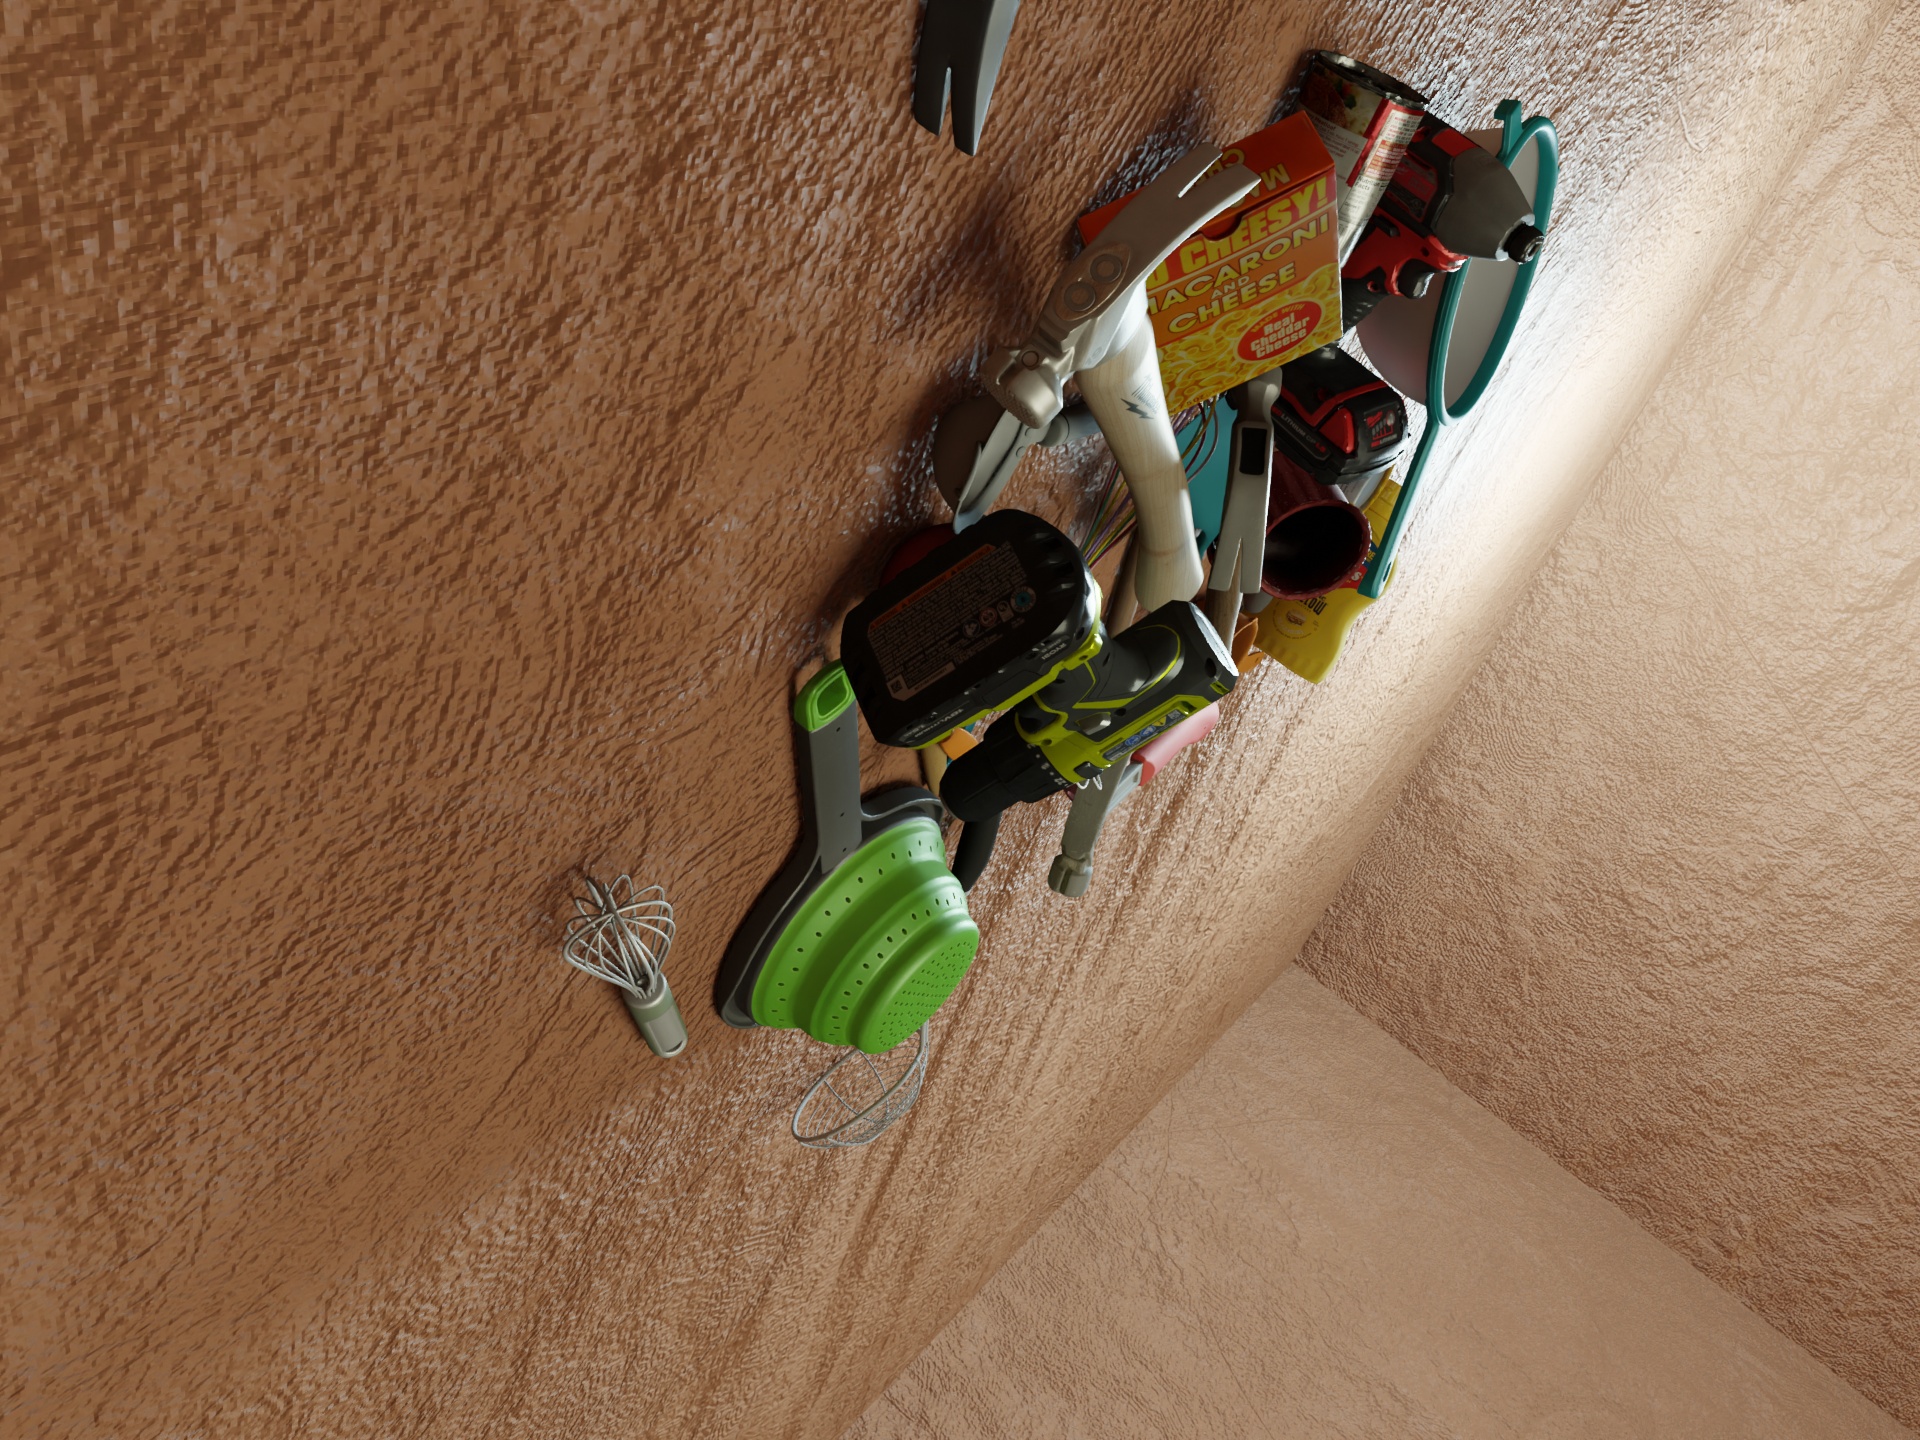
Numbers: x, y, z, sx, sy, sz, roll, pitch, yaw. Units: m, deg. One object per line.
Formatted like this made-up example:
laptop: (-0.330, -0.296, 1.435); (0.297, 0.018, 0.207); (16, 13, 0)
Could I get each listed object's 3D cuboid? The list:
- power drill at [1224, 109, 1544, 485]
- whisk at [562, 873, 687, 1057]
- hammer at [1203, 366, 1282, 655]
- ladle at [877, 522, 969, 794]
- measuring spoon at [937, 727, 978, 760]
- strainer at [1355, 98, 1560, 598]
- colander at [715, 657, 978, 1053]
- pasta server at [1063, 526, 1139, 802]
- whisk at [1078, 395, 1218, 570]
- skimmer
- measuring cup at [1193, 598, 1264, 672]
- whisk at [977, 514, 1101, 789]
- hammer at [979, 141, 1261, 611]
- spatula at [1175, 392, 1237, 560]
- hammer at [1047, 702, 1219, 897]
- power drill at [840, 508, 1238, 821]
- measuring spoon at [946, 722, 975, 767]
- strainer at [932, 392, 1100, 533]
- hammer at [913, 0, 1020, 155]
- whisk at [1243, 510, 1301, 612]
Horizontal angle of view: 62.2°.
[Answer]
power drill: (0.267, -0.264, 1.003); (0.078, 0.143, 0.219); (-24, 148, -36)
whisk: (-0.172, 0.142, 0.861); (0.058, 0.059, 0.246); (-33, 159, -17)
hammer: (0.184, -0.102, 1.093); (0.331, 0.031, 0.130); (78, 20, -69)
ladle: (-0.018, -0.026, 0.946); (0.069, 0.031, 0.315); (-35, 158, -16)
measuring spoon: (0.000, 0.016, 1.014); (0.021, 0.011, 0.116); (-53, 165, -2)
strainer: (0.315, -0.260, 1.127); (0.211, 0.095, 0.340); (-8, 119, -62)
colander: (-0.052, 0.105, 0.981); (0.204, 0.095, 0.396); (-40, 156, -25)
pasta server: (0.118, -0.043, 1.200); (0.060, 0.040, 0.316); (-53, 164, -40)
whisk: (0.087, -0.113, 1.010); (0.051, 0.047, 0.245); (9, 121, -52)
skimmer: (-0.044, 0.170, 1.198); (0.127, 0.090, 0.363); (-68, 174, -68)
measuring cup: (0.221, -0.062, 1.376); (0.095, 0.052, 0.173); (-59, 161, 17)
whisk: (0.048, -0.040, 0.983); (0.070, 0.070, 0.284); (-48, 146, -12)
hammer: (0.110, -0.148, 0.868); (0.146, 0.038, 0.410); (-47, 162, -1)
spatula: (0.162, -0.114, 1.202); (0.082, 0.044, 0.317); (-42, 162, -25)
hammer: (0.161, 0.024, 1.331); (0.359, 0.037, 0.149); (-33, 143, -63)
power drill: (0.034, -0.016, 0.874); (0.190, 0.080, 0.228); (-32, 155, 17)
measuring spoon: (-0.002, -0.003, 1.043); (0.042, 0.021, 0.128); (-46, 169, -32)
strainer: (0.042, -0.154, 0.845); (0.258, 0.050, 0.086); (-31, 151, -58)
hammer: (0.121, -0.347, 0.696); (0.386, 0.038, 0.143); (-33, 153, -43)
whisk: (0.270, -0.156, 1.341); (0.055, 0.055, 0.238); (-45, 163, -20)
